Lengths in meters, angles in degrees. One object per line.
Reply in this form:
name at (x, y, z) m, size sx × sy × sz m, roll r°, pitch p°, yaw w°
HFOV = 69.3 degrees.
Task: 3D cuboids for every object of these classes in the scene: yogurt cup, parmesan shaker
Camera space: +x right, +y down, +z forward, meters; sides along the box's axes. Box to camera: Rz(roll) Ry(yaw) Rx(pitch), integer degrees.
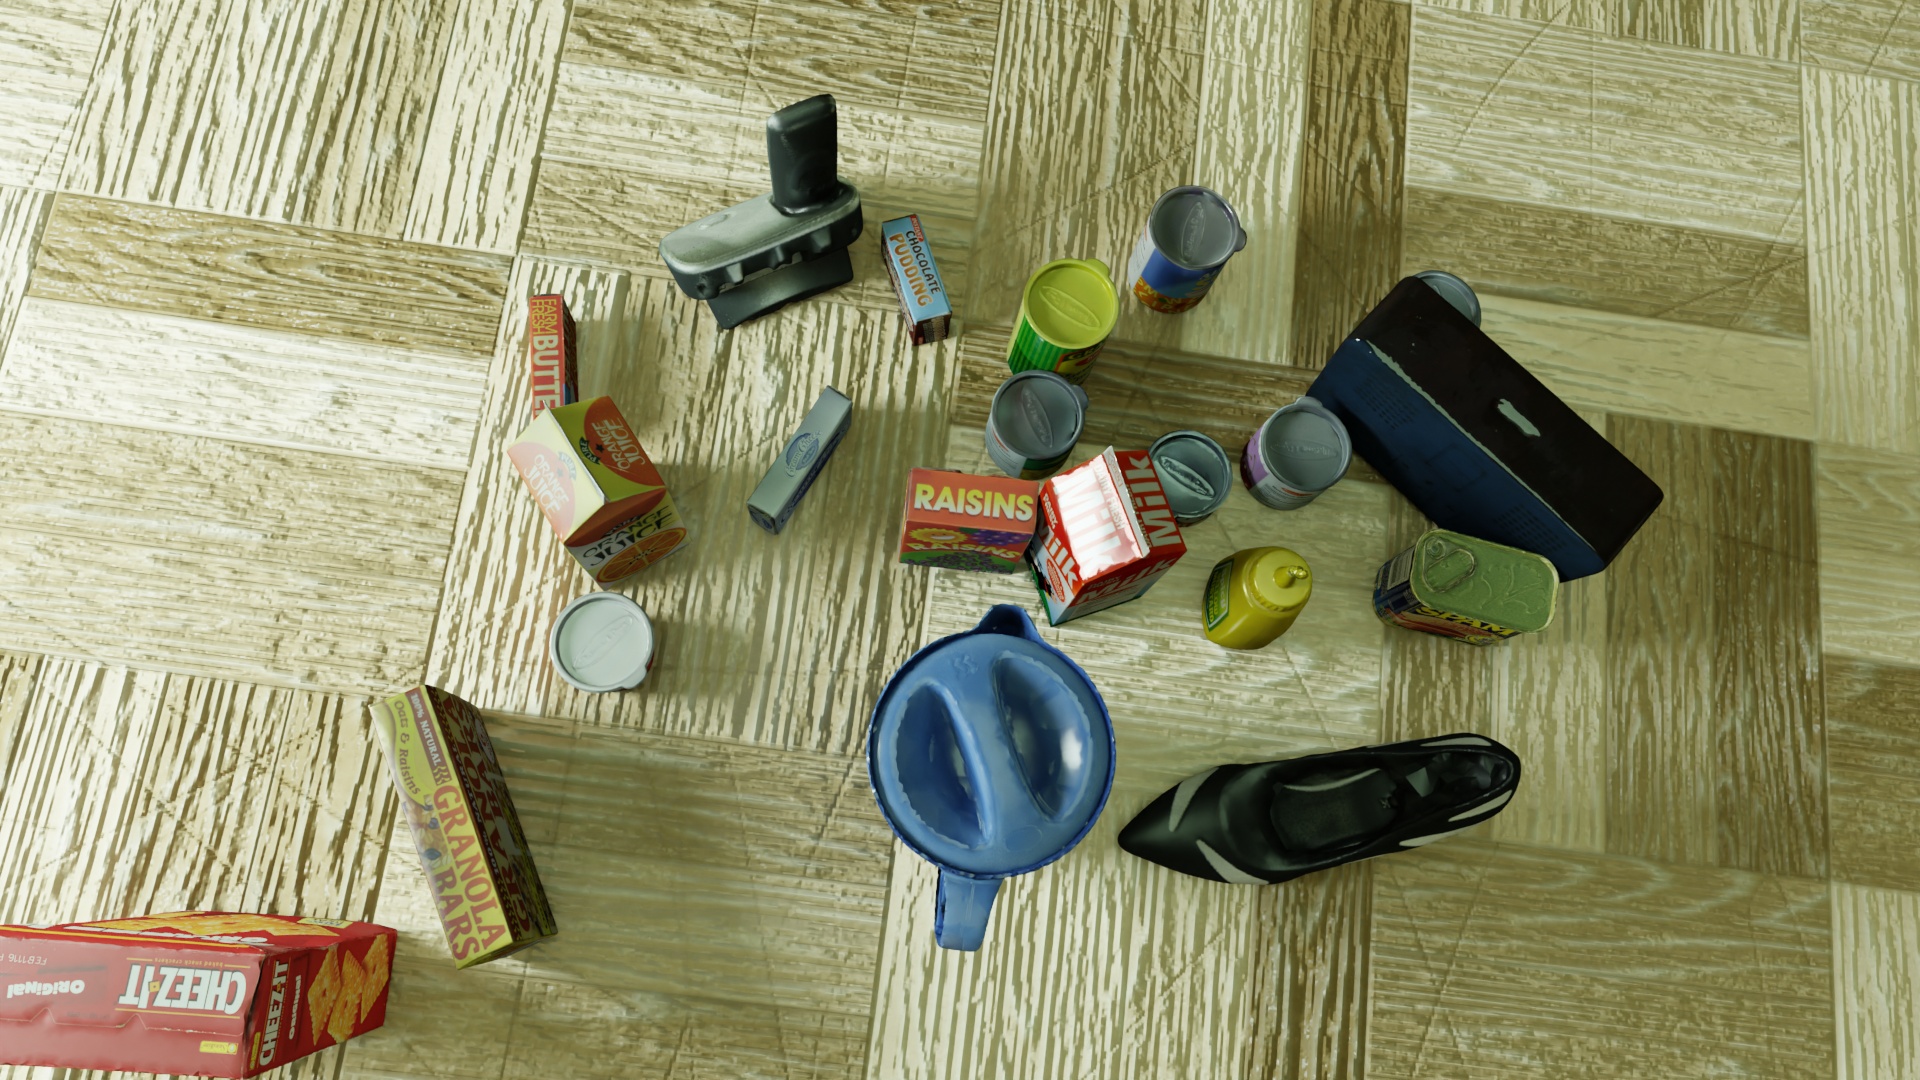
yogurt cup at (-0.238, 0.072, 0.939) m, size 0.072 × 0.054 × 0.072 m, roll 1°, pitch 76°, yaw -4°
parmesan shaker at (0.073, -0.152, 0.995) m, size 0.071 × 0.103 × 0.071 m, roll 1°, pitch 76°, yaw -4°

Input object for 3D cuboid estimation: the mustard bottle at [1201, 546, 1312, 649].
mustard bottle at (0.201, 0.033, 0.930) m, size 0.049 × 0.160 × 0.065 m, roll 8°, pitch 76°, yaw -3°

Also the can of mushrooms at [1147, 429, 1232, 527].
can of mushrooms at (0.160, -0.043, 1.011) m, size 0.071 × 0.033 × 0.071 m, roll 1°, pitch 76°, yaw -4°

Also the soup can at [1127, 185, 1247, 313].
soup can at (0.166, -0.213, 1.027) m, size 0.071 × 0.083 × 0.071 m, roll 1°, pitch 76°, yaw -4°

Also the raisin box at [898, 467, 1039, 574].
raisin box at (0.003, -0.012, 0.944) m, size 0.086 × 0.123 × 0.040 m, roll 7°, pitch 76°, yaw -3°

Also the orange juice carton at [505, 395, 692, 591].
orange juice carton at (-0.231, -0.032, 0.894) m, size 0.073 × 0.192 × 0.072 m, roll -31°, pitch 81°, yaw -11°

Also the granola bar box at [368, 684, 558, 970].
granola bar box at (-0.308, 0.179, 0.870) m, size 0.039 × 0.124 × 0.166 m, roll -22°, pitch 79°, yaw -9°

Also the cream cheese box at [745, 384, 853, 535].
cream cheese box at (-0.112, -0.056, 0.981) m, size 0.024 × 0.053 × 0.104 m, roll 32°, pitch 76°, yaw 3°

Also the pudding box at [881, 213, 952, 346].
pudding box at (-0.033, -0.192, 1.023) m, size 0.030 × 0.049 × 0.084 m, roll -17°, pitch 78°, yaw -8°

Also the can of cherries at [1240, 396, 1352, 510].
can of cherries at (0.243, -0.062, 1.010) m, size 0.071 × 0.058 × 0.071 m, roll 1°, pitch 76°, yaw -4°

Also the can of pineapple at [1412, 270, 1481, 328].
can of pineapple at (0.346, -0.162, 1.043) m, size 0.071 × 0.057 × 0.071 m, roll 1°, pitch 76°, yaw -4°

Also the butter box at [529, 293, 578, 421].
butter box at (-0.287, -0.117, 0.982) m, size 0.024 × 0.053 × 0.103 m, roll -5°, pitch 77°, yaw -6°

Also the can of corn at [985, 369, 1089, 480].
can of corn at (0.055, -0.083, 0.999) m, size 0.071 × 0.058 × 0.071 m, roll 1°, pitch 76°, yaw -4°

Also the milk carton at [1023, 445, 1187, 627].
milk carton at (0.093, -0.002, 0.914) m, size 0.073 × 0.190 × 0.072 m, roll -18°, pitch 79°, yaw -8°
